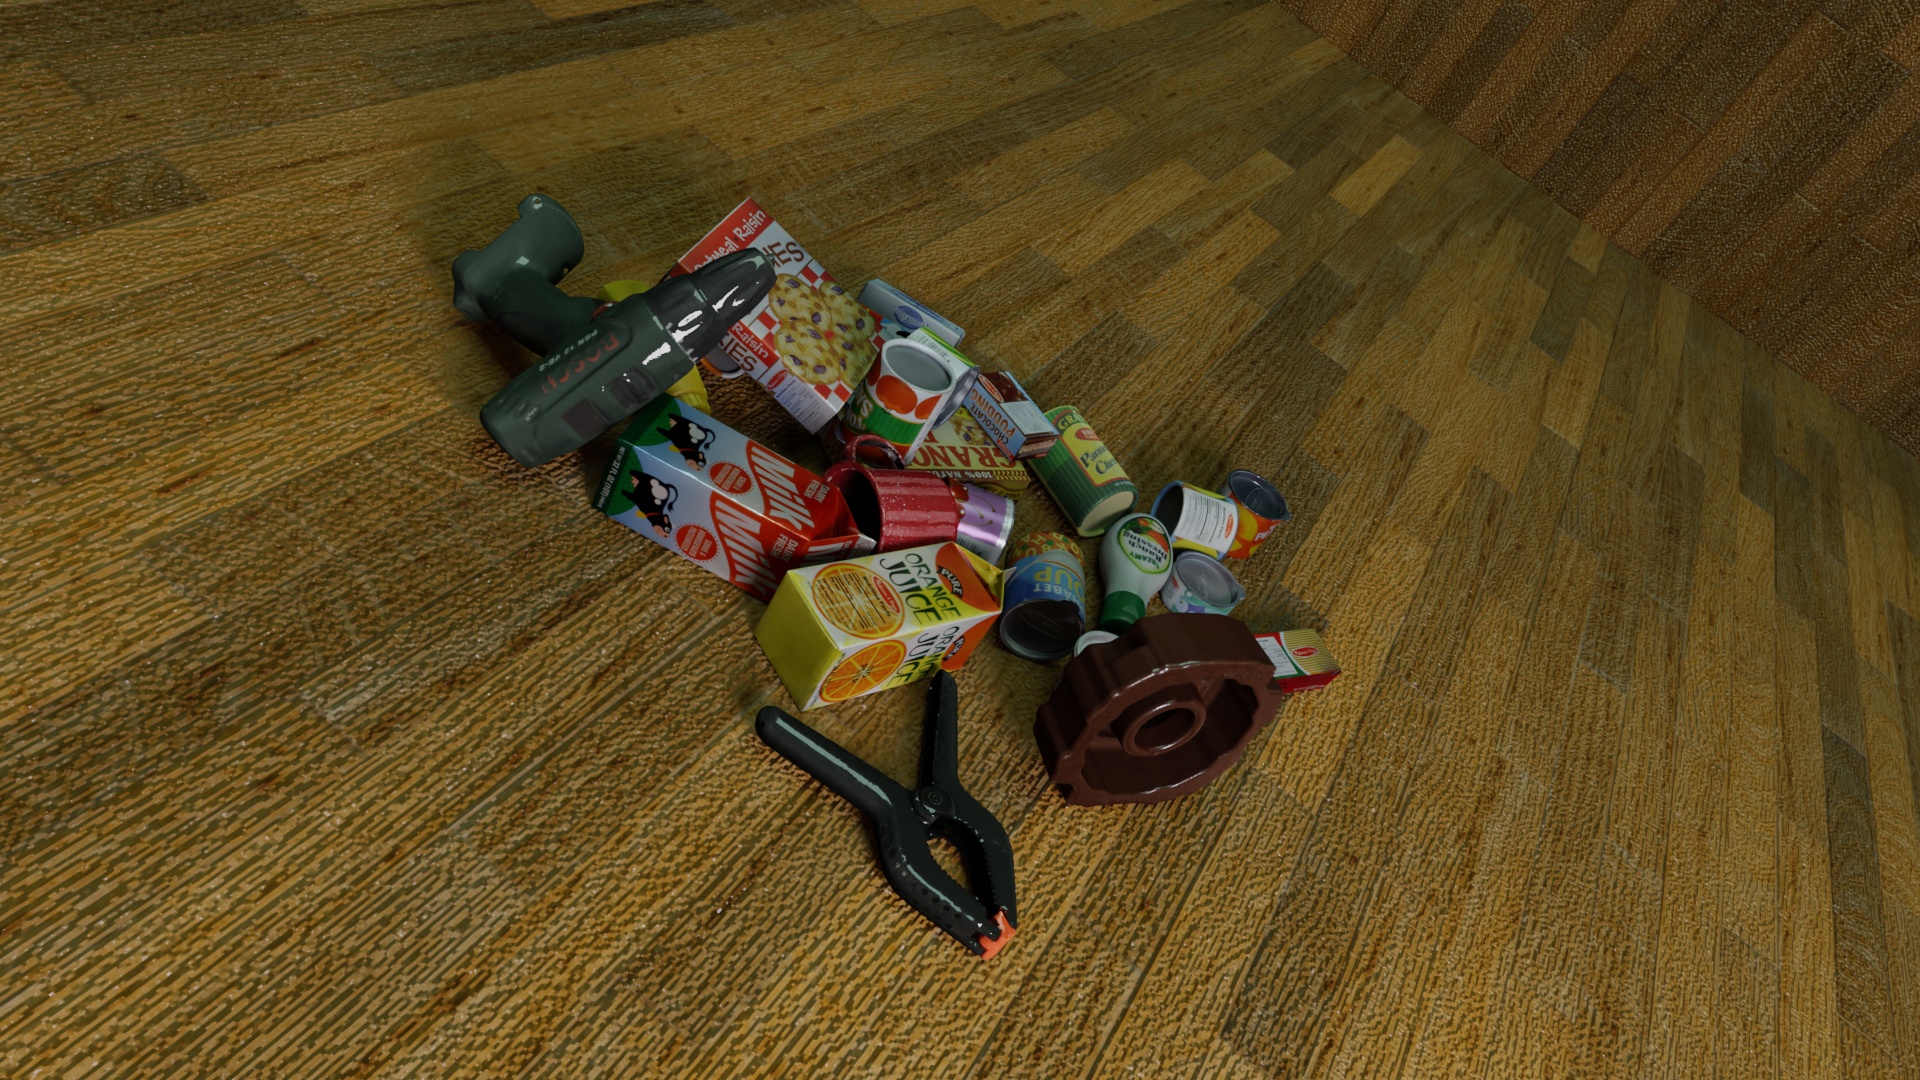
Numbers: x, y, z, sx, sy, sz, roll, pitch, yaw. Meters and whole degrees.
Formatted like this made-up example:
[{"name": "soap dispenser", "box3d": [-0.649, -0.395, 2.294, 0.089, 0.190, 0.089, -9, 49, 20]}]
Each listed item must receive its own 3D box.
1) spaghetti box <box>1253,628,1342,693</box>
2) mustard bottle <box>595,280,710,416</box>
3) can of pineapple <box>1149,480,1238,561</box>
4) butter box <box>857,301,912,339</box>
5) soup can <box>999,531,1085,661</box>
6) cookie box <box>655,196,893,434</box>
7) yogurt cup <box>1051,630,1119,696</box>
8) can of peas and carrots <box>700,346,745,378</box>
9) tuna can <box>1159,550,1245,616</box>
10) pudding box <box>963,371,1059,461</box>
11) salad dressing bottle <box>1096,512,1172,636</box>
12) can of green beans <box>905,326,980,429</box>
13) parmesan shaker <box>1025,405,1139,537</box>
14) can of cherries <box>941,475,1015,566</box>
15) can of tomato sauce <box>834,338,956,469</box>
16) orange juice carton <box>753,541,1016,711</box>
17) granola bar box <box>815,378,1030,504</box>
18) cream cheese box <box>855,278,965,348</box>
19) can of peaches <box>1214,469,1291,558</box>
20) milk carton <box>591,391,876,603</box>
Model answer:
[{"name": "spaghetti box", "box3d": [0.222, 0.108, 1.169, 0.251, 0.028, 0.050, -2, 49, -37]}, {"name": "mustard bottle", "box3d": [-0.234, -0.129, 1.080, 0.049, 0.065, 0.160, -17, 65, -39]}, {"name": "can of pineapple", "box3d": [0.211, -0.016, 1.269, 0.058, 0.070, 0.071, 18, 40, -19]}, {"name": "butter box", "box3d": [-0.097, -0.196, 1.279, 0.103, 0.024, 0.053, 30, 37, -4]}, {"name": "soup can", "box3d": [0.067, 0.042, 1.097, 0.071, 0.071, 0.084, 23, 38, -14]}, {"name": "cookie box", "box3d": [-0.146, -0.183, 1.118, 0.167, 0.040, 0.123, 43, 41, -12]}, {"name": "yogurt cup", "box3d": [0.106, 0.111, 1.062, 0.072, 0.053, 0.073, 20, 39, -17]}, {"name": "can of peas and carrots", "box3d": [-0.185, -0.177, 1.161, 0.071, 0.070, 0.059, 40, 38, 8]}, {"name": "tuna can", "box3d": [0.213, 0.045, 1.229, 0.071, 0.032, 0.071, 20, 39, -17]}, {"name": "pudding box", "box3d": [0.042, -0.110, 1.215, 0.050, 0.030, 0.084, -12, 56, -46]}, {"name": "salad dressing bottle", "box3d": [0.145, 0.035, 1.182, 0.064, 0.043, 0.148, 30, 38, -6]}, {"name": "can of green beans", "box3d": [-0.026, -0.137, 1.165, 0.058, 0.071, 0.071, 39, 38, 9]}, {"name": "parmesan shaker", "box3d": [0.107, -0.061, 1.244, 0.071, 0.071, 0.103, -8, 53, -41]}, {"name": "can of cherries", "box3d": [0.004, -0.014, 1.117, 0.058, 0.071, 0.072, 20, 39, -15]}, {"name": "can of tomato sauce", "box3d": [-0.052, -0.109, 1.101, 0.071, 0.082, 0.071, 20, 39, -17]}, {"name": "orange juice carton", "box3d": [-0.043, 0.055, 1.003, 0.193, 0.071, 0.073, -10, 55, -42]}, {"name": "granola bar box", "box3d": [-0.037, -0.082, 1.185, 0.166, 0.038, 0.124, -1, 48, -37]}, {"name": "cream cheese box", "box3d": [-0.046, -0.213, 1.321, 0.104, 0.024, 0.053, 31, 16, -2]}, {"name": "can of peaches", "box3d": [0.270, -0.023, 1.324, 0.071, 0.057, 0.071, 20, 39, -17]}, {"name": "milk carton", "box3d": [-0.158, -0.021, 1.005, 0.190, 0.072, 0.074, 29, 37, -5]}]
